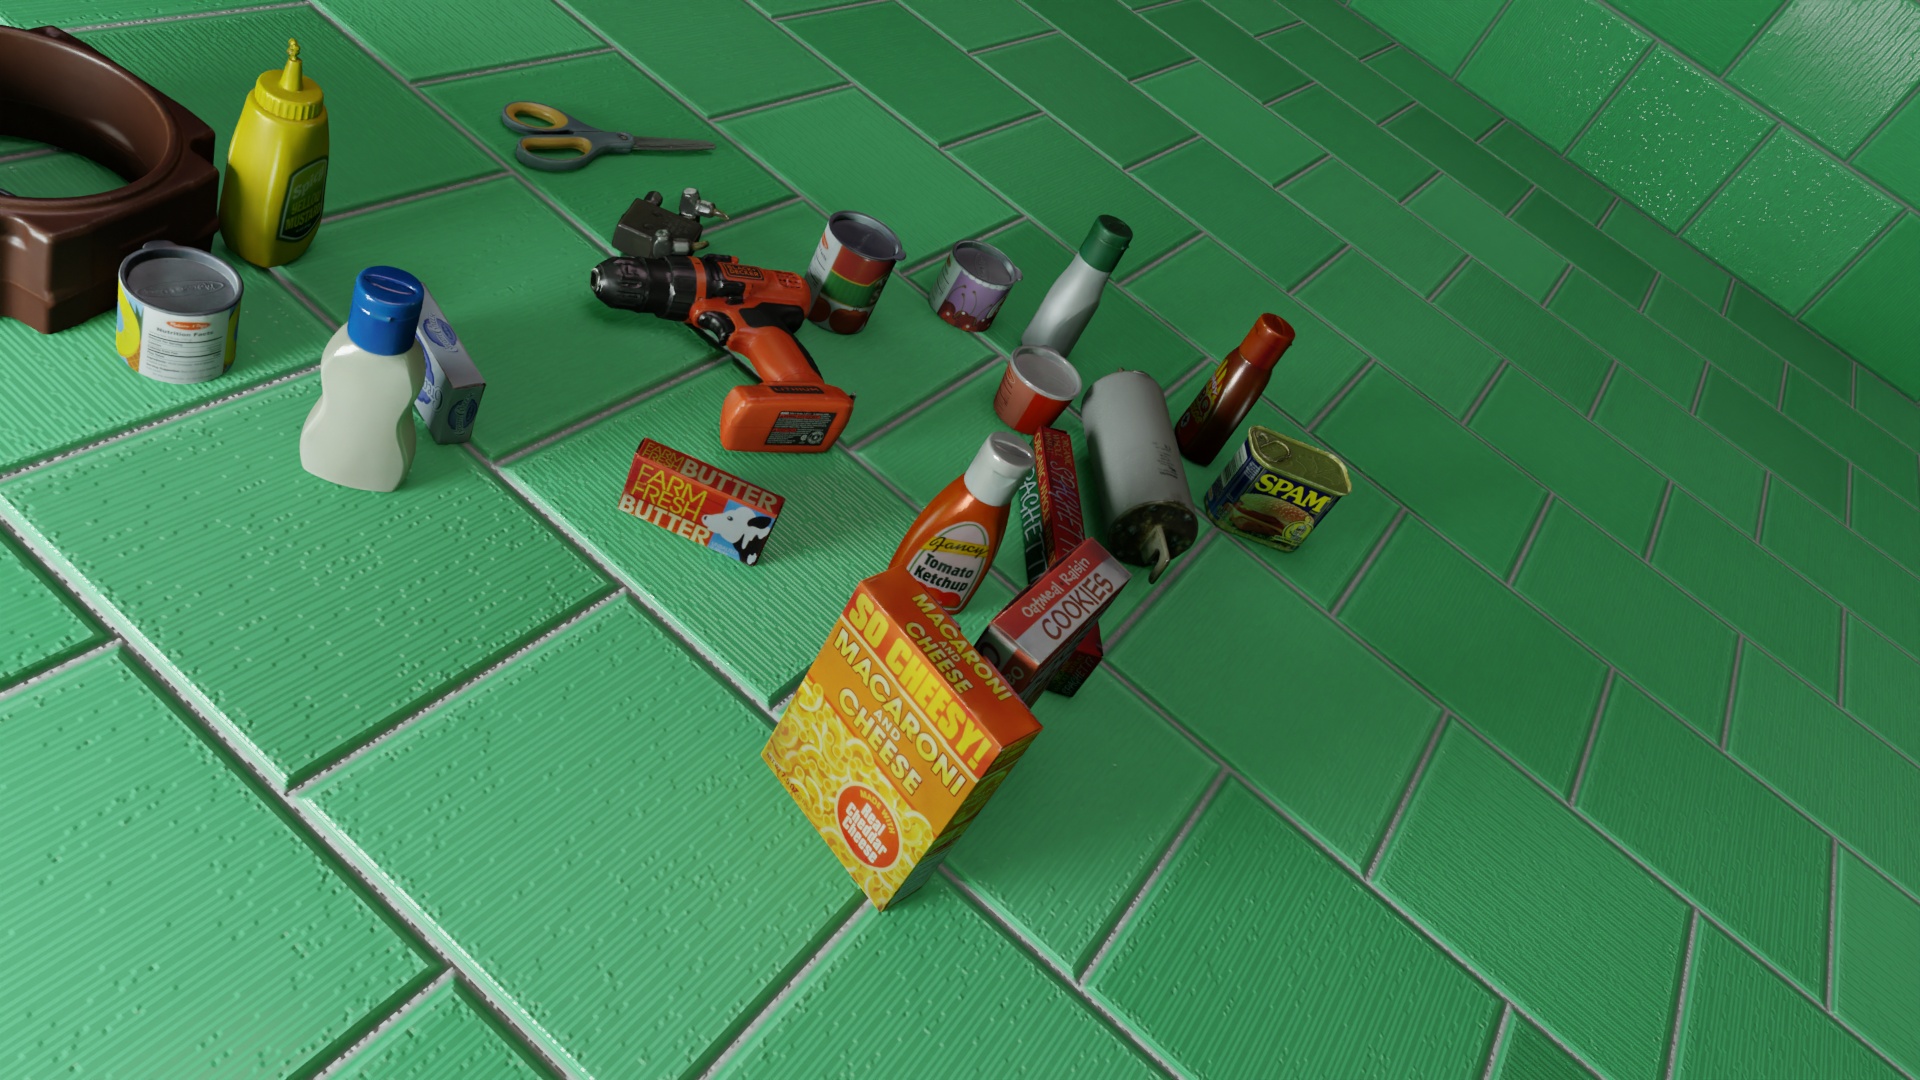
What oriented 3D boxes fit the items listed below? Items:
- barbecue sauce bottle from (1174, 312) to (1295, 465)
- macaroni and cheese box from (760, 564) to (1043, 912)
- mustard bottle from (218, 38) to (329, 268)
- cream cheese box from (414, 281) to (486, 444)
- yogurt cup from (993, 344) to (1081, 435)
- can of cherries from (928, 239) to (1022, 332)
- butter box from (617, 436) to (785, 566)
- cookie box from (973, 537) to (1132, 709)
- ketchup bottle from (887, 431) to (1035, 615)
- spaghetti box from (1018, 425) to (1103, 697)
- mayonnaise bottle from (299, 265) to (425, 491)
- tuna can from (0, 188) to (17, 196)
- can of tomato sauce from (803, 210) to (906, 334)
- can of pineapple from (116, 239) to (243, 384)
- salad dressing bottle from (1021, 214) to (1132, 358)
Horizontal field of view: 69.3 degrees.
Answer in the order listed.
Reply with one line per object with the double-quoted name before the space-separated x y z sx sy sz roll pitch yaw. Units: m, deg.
"barbecue sauce bottle" 0.250 -0.140 1.268 0.044 0.147 0.065 22 39 -13
"macaroni and cheese box" -0.038 0.113 0.787 0.040 0.165 0.124 -20 61 -45
"mustard bottle" -0.450 -0.257 0.919 0.049 0.159 0.066 30 38 -3
"cream cheese box" -0.351 -0.118 0.920 0.024 0.053 0.104 -14 56 -42
"yogurt cup" 0.064 -0.128 1.208 0.072 0.053 0.073 19 40 -16
"can of cherries" 0.014 -0.234 1.285 0.071 0.058 0.072 19 40 -16
"butter box" -0.176 -0.025 0.937 0.103 0.052 0.024 24 39 -9
"cookie box" 0.027 0.086 0.859 0.040 0.166 0.123 40 39 10
"ketchup bottle" 0.003 -0.012 0.965 0.065 0.148 0.044 19 40 -15
"spaghetti box" 0.073 0.008 1.069 0.029 0.050 0.251 17 41 -18
"mayonnaise bottle" -0.348 -0.094 0.820 0.065 0.147 0.041 16 41 -19
"tuna can" -0.599 -0.184 0.843 0.071 0.032 0.071 18 40 -16
"can of tomato sauce" -0.094 -0.227 1.186 0.071 0.082 0.071 19 40 -16
"can of pineapple" -0.480 -0.140 0.854 0.071 0.057 0.071 19 40 -16
"salad dressing bottle" 0.107 -0.228 1.269 0.044 0.146 0.064 45 40 16
